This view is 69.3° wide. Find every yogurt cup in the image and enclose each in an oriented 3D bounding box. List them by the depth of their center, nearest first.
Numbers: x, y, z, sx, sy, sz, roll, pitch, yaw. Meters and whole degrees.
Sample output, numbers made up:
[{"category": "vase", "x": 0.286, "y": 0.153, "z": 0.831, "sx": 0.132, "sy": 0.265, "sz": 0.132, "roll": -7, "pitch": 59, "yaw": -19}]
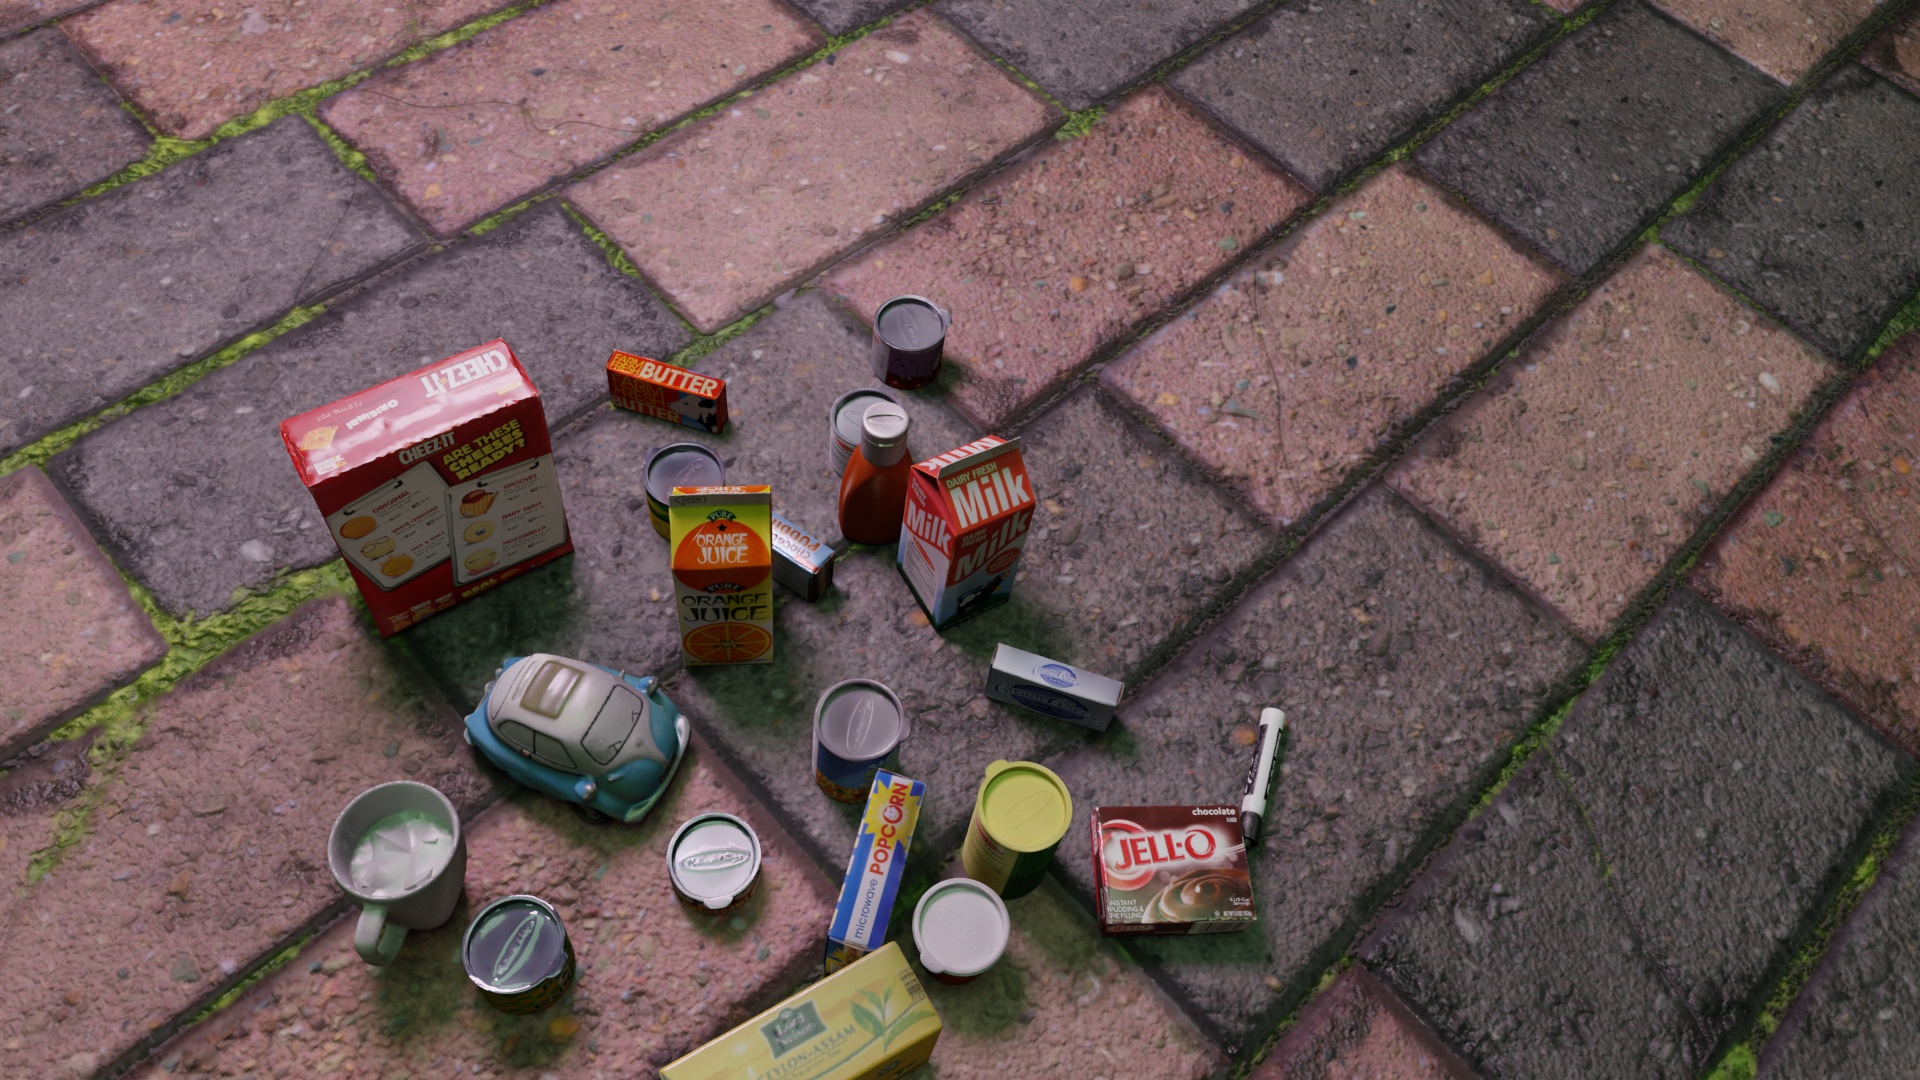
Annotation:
[{"category": "yogurt cup", "x": -0.002, "y": 0.279, "z": 0.978, "sx": 0.072, "sy": 0.053, "sz": 0.073, "roll": 3, "pitch": 57, "yaw": -5}]

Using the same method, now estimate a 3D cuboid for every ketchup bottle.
[{"category": "ketchup bottle", "x": -0.065, "y": -0.053, "z": 1.129, "sx": 0.065, "sy": 0.148, "sz": 0.044, "roll": -1, "pitch": 58, "yaw": -8}]

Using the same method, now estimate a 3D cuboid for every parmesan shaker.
[{"category": "parmesan shaker", "x": 0.038, "y": 0.208, "z": 1.000, "sx": 0.071, "sy": 0.102, "sz": 0.071, "roll": 3, "pitch": 57, "yaw": -5}]

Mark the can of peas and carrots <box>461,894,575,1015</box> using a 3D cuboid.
[{"category": "can of peas and carrots", "x": -0.294, "y": 0.281, "z": 0.936, "sx": 0.071, "sy": 0.058, "sz": 0.071, "roll": 3, "pitch": 57, "yaw": -5}]

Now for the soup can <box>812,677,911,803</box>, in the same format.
[{"category": "soup can", "x": -0.075, "y": 0.151, "z": 1.034, "sx": 0.071, "sy": 0.083, "sz": 0.072, "roll": 3, "pitch": 57, "yaw": -5}]

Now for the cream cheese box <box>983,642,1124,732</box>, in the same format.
[{"category": "cream cheese box", "x": 0.072, "y": 0.117, "z": 1.093, "sx": 0.104, "sy": 0.053, "sz": 0.024, "roll": 17, "pitch": 57, "yaw": 4}]

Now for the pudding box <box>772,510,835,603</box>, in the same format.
[{"category": "pudding box", "x": -0.145, "y": 0.009, "z": 1.137, "sx": 0.084, "sy": 0.049, "sz": 0.030, "roll": 32, "pitch": 59, "yaw": 13}]

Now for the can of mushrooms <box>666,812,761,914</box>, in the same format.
[{"category": "can of mushrooms", "x": -0.176, "y": 0.234, "z": 0.997, "sx": 0.071, "sy": 0.033, "sz": 0.071, "roll": 3, "pitch": 57, "yaw": -5}]

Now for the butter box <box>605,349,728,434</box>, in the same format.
[{"category": "butter box", "x": -0.256, "y": -0.129, "z": 1.211, "sx": 0.103, "sy": 0.052, "sz": 0.024, "roll": 16, "pitch": 57, "yaw": 3}]

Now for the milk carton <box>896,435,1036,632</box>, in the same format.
[{"category": "milk carton", "x": 0.004, "y": -0.014, "z": 1.087, "sx": 0.072, "sy": 0.189, "sz": 0.073, "roll": -23, "pitch": 63, "yaw": -20}]

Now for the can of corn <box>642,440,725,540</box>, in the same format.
[{"category": "can of corn", "x": -0.230, "y": -0.041, "z": 1.154, "sx": 0.071, "sy": 0.058, "sz": 0.071, "roll": 3, "pitch": 57, "yaw": -5}]

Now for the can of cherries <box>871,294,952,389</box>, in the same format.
[{"category": "can of cherries", "x": -0.045, "y": -0.180, "z": 1.268, "sx": 0.071, "sy": 0.058, "sz": 0.072, "roll": 3, "pitch": 57, "yaw": -5}]

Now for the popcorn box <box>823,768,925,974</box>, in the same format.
[{"category": "popcorn box", "x": -0.061, "y": 0.238, "z": 0.978, "sx": 0.038, "sy": 0.084, "sz": 0.127, "roll": 15, "pitch": 57, "yaw": 2}]

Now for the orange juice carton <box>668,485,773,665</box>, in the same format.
[{"category": "orange juice carton", "x": -0.177, "y": 0.018, "z": 1.042, "sx": 0.072, "sy": 0.191, "sz": 0.073, "roll": -1, "pitch": 58, "yaw": -8}]

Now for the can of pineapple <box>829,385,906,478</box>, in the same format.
[{"category": "can of pineapple", "x": -0.079, "y": -0.091, "z": 1.206, "sx": 0.071, "sy": 0.057, "sz": 0.071, "roll": 3, "pitch": 57, "yaw": -5}]
